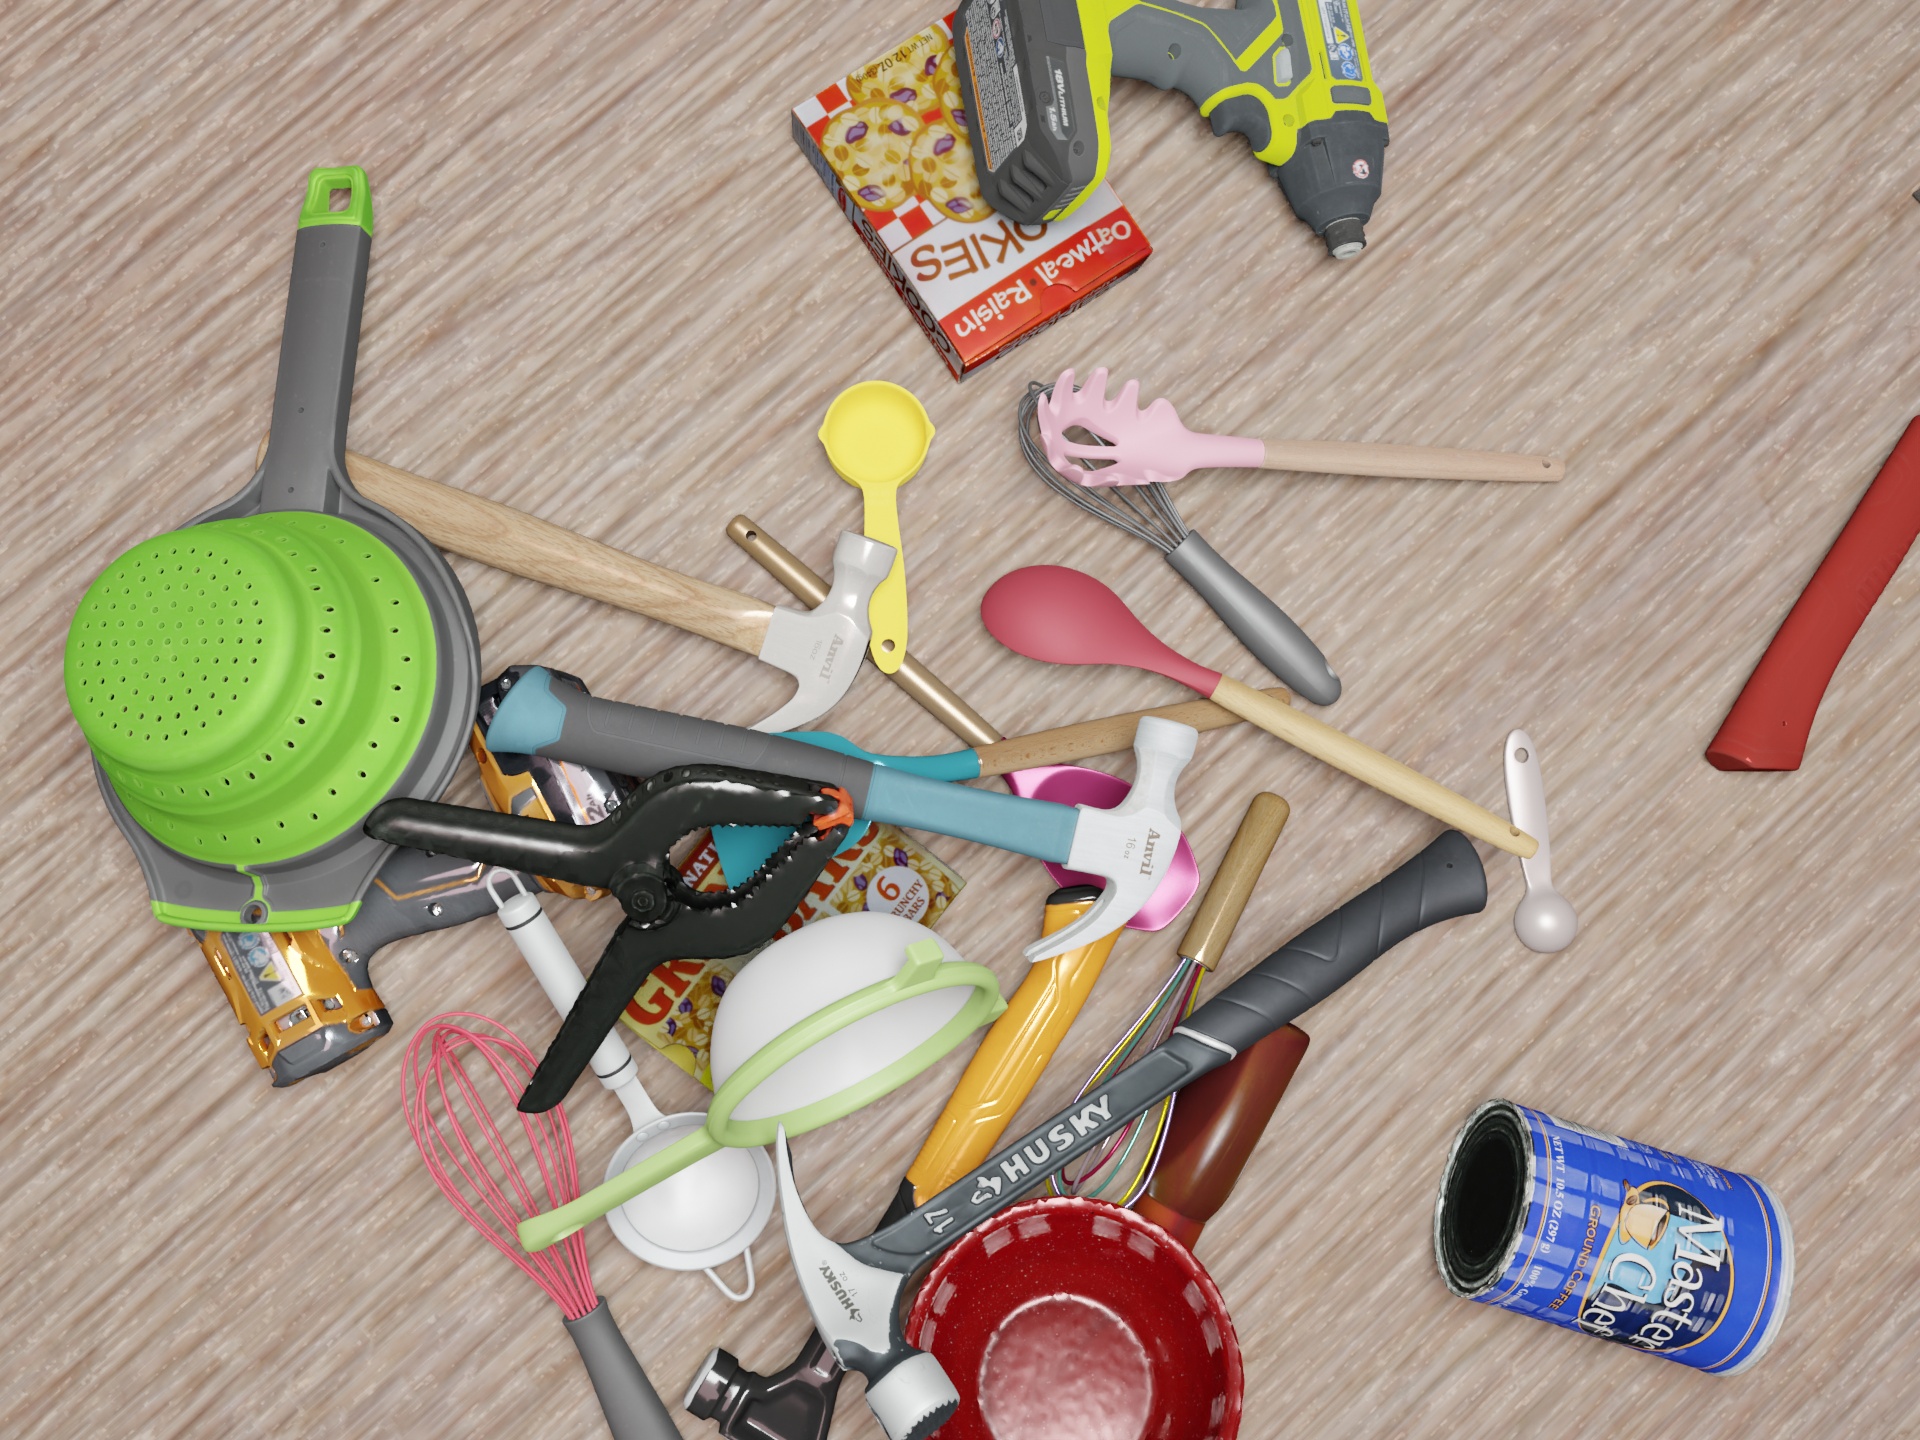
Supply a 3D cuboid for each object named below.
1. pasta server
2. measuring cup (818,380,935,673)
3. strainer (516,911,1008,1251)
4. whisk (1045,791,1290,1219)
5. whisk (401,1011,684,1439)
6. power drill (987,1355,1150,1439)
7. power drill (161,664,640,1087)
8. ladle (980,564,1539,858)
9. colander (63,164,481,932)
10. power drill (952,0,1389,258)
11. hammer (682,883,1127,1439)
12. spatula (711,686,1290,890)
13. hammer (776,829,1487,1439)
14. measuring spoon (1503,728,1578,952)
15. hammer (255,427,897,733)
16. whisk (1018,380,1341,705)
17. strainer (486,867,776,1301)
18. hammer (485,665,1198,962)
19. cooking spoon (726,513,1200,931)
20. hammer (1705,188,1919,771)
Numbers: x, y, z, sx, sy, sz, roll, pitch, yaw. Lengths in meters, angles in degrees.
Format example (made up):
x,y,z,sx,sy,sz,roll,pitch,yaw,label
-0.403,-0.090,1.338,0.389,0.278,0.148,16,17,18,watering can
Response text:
x,y,z,sx,sy,sz,roll,pitch,yaw,label
0.185,-0.142,0.836,0.316,0.040,0.060,0,76,-17,pasta server
-0.042,-0.102,0.850,0.062,0.029,0.156,-3,86,-4,measuring cup
-0.107,0.162,0.755,0.256,0.151,0.069,-30,66,3,strainer
0.109,0.144,0.830,0.051,0.047,0.245,36,75,-28,whisk
-0.199,0.281,0.803,0.073,0.073,0.296,-25,95,-5,whisk
0.036,0.442,0.796,0.164,0.084,0.226,36,80,0,power drill
-0.286,0.052,0.802,0.226,0.084,0.185,-29,87,-1,power drill
0.156,-0.004,0.832,0.315,0.031,0.069,27,53,5,ladle
-0.335,-0.103,0.753,0.204,0.094,0.397,-1,77,9,colander
0.119,-0.325,0.831,0.223,0.080,0.171,-7,84,-23,power drill
-0.003,0.238,0.822,0.127,0.034,0.337,31,87,-1,hammer
0.028,0.018,0.827,0.317,0.044,0.082,-11,80,-19,spatula
0.098,0.163,0.767,0.409,0.036,0.149,-29,56,-20,hammer
0.316,0.066,0.870,0.034,0.018,0.124,-7,86,-4,measuring spoon
-0.207,-0.082,0.826,0.331,0.031,0.130,19,97,2,hammer
0.119,-0.094,0.854,0.239,0.055,0.055,44,84,-4,whisk
-0.165,0.178,0.787,0.087,0.050,0.258,-26,110,-3,strainer
-0.057,0.029,0.762,0.331,0.033,0.128,13,89,-6,hammer
-0.001,-0.003,0.853,0.319,0.017,0.069,41,87,-1,cooking spoon
0.516,-0.127,0.888,0.149,0.036,0.359,35,84,-1,hammer
